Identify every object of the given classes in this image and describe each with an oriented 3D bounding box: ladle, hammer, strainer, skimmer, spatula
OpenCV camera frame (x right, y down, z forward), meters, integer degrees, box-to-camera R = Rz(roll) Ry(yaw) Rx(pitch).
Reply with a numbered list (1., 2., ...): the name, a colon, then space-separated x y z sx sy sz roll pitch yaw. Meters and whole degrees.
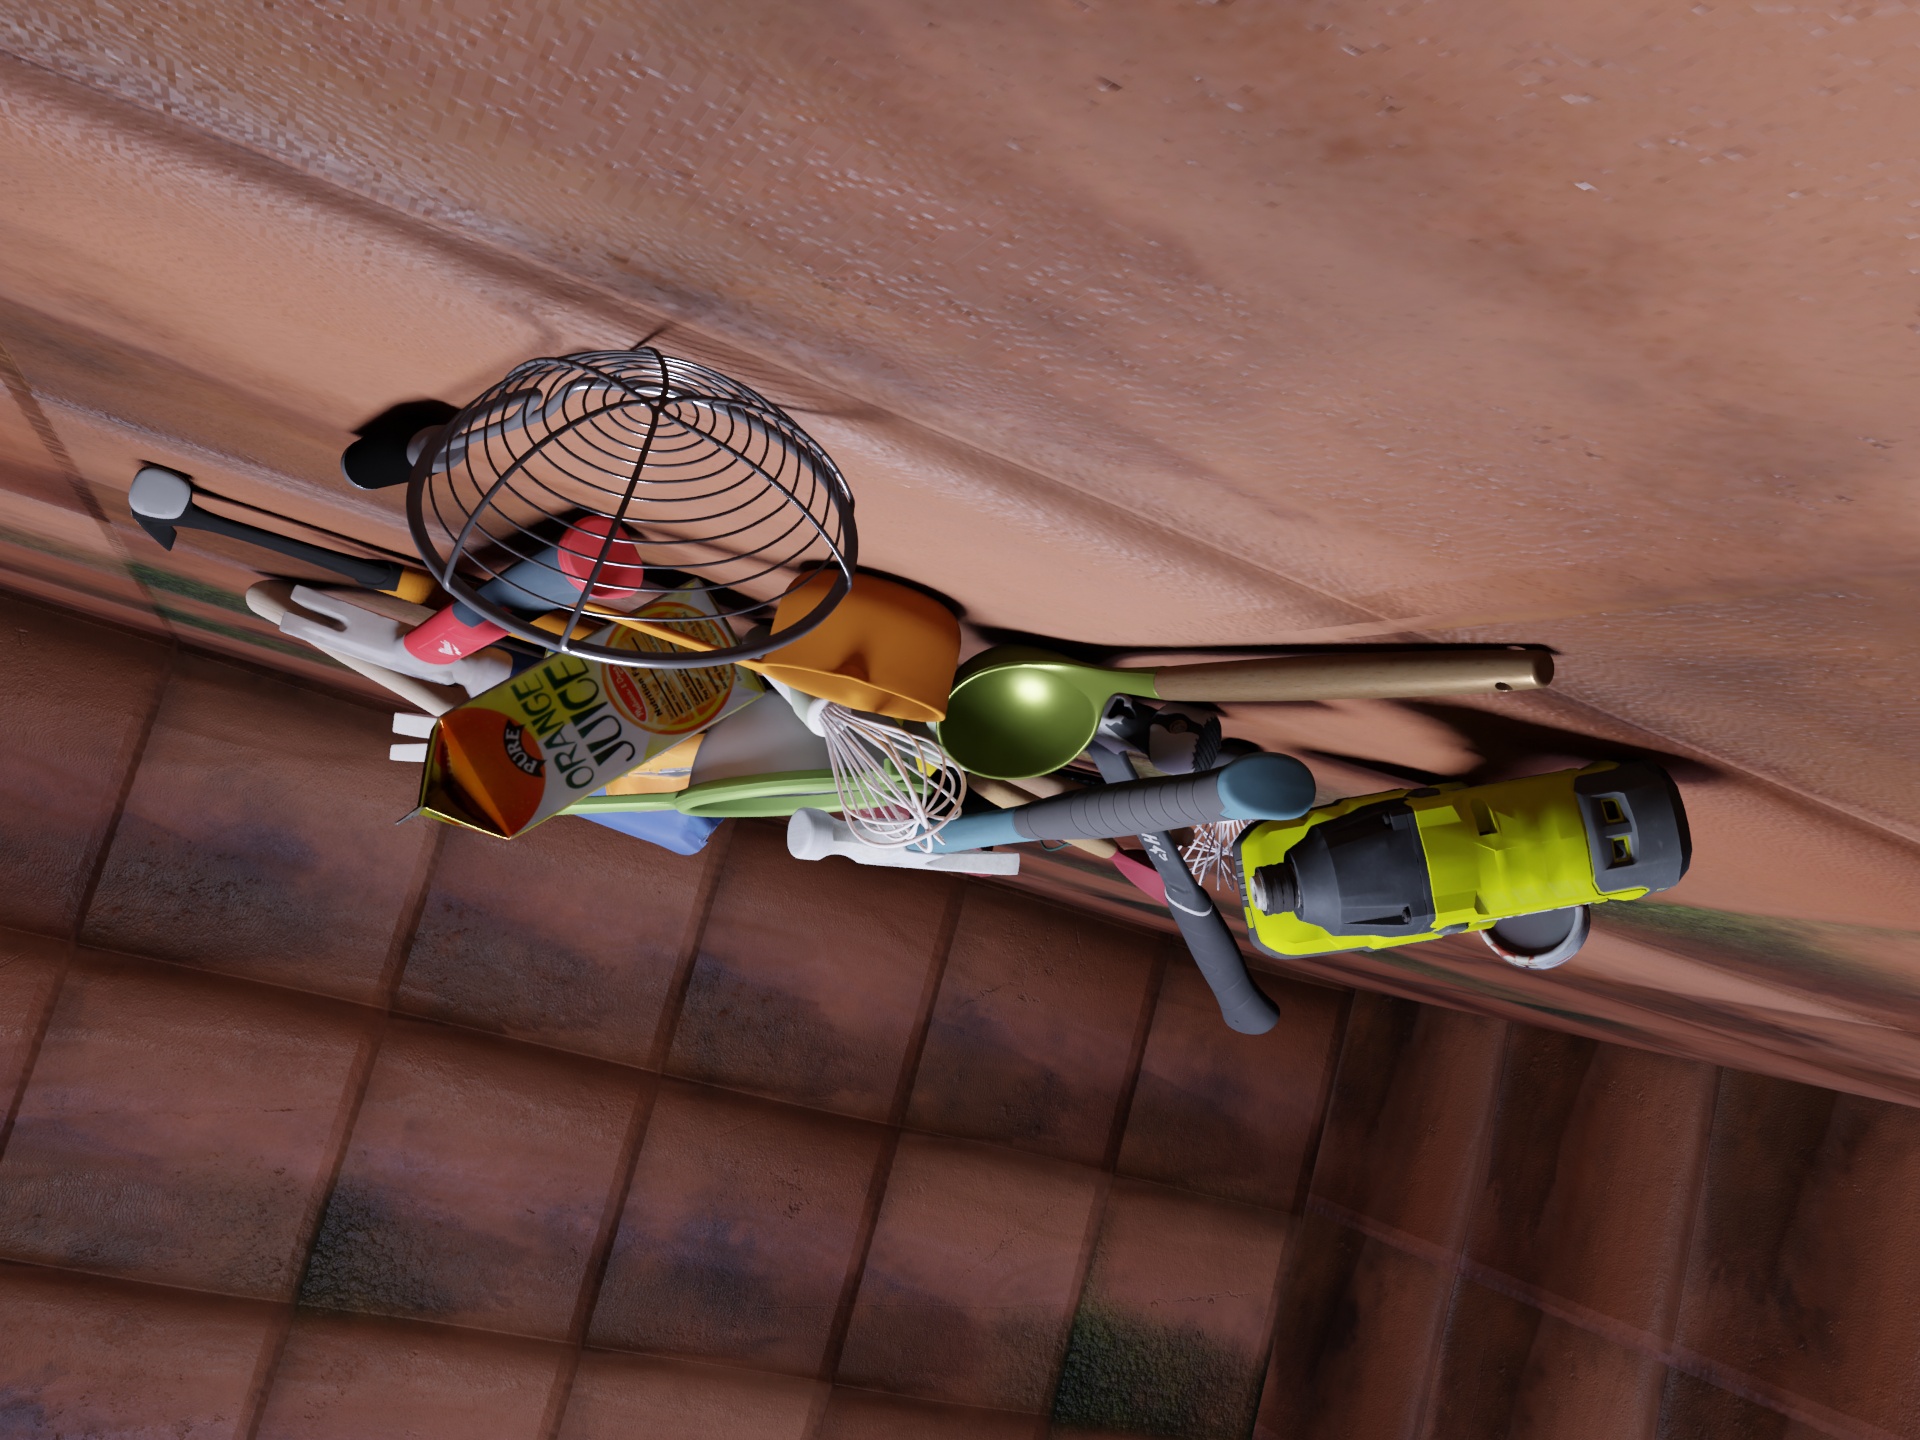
1. ladle: 0.084 0.078 1.045 0.069 0.031 0.315 22 175 34
2. ladle: 0.100 -0.005 0.661 0.078 0.062 0.320 32 162 -31
3. hammer: -0.277 -0.065 0.884 0.143 0.038 0.386 21 164 -27
4. hammer: -0.448 -0.045 1.197 0.411 0.038 0.146 22 -164 40
5. strainer: -0.144 0.019 0.930 0.256 0.069 0.151 -3 172 3
6. hammer: -0.355 -0.086 1.037 0.336 0.034 0.127 18 171 -18
7. hammer: 0.129 0.098 0.970 0.149 0.036 0.408 15 154 32
8. skimmer: -0.163 -0.072 0.565 0.127 0.090 0.363 -17 -167 -31
9. hammer: 0.046 0.052 0.827 0.128 0.033 0.331 10 166 -35
10. spatula: 0.028 0.032 1.068 0.316 0.018 0.059 19 179 42

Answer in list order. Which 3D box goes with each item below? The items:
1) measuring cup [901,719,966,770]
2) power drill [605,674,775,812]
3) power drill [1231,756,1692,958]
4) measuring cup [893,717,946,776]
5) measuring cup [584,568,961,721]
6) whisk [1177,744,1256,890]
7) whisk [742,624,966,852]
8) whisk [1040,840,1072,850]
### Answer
1. measuring cup: -0.001 -0.003 0.941 0.083 0.038 0.167 15 168 7
2. power drill: -0.156 0.010 1.077 0.185 0.084 0.226 -4 173 -15
3. power drill: 0.204 0.067 0.733 0.171 0.080 0.223 -10 172 -1
4. measuring cup: -0.063 0.003 1.082 0.029 0.062 0.157 36 172 -36
5. measuring cup: -0.083 -0.048 0.727 0.173 0.052 0.095 17 172 0
6. whisk: 0.163 0.059 0.991 0.070 0.070 0.284 14 167 11
7. whisk: -0.065 0.001 0.818 0.247 0.059 0.057 42 162 55
8. whisk: 0.110 0.075 1.246 0.047 0.051 0.245 24 167 -20
